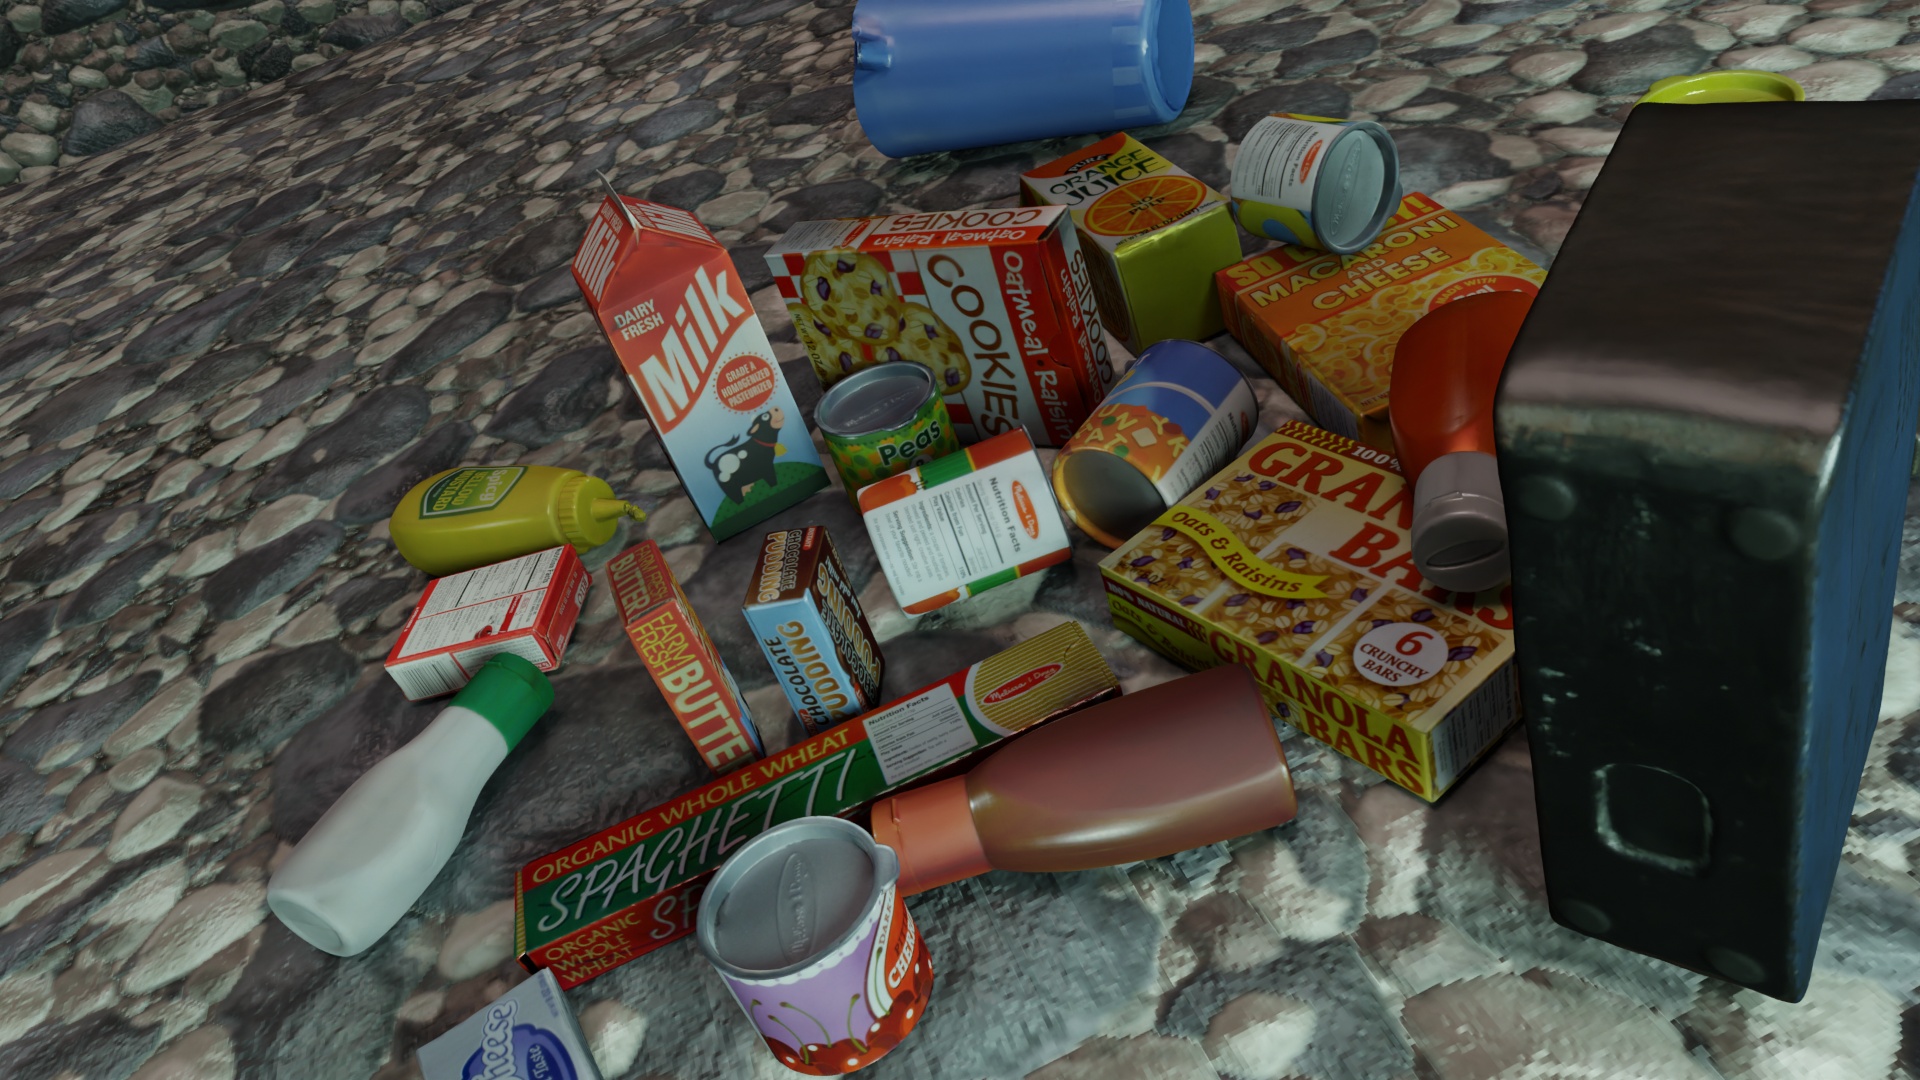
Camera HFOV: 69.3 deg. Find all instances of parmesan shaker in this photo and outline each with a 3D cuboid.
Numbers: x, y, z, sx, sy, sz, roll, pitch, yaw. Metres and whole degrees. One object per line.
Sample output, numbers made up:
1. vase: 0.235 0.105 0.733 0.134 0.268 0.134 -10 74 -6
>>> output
1. parmesan shaker: 0.341 -0.152 0.631 0.071 0.102 0.072 -13 36 10

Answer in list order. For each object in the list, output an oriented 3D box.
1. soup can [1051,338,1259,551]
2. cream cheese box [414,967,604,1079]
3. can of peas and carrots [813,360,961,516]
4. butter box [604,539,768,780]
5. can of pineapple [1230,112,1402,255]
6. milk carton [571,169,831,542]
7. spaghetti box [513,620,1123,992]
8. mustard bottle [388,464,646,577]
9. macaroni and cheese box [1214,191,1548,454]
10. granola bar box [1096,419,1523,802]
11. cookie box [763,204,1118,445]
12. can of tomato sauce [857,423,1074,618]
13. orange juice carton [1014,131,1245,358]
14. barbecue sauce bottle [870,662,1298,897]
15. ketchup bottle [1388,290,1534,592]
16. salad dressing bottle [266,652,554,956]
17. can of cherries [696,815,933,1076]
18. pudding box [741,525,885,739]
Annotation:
1. soup can: 0.088 -0.044 0.645 0.071 0.071 0.084 11 46 37
2. cream cheese box: -0.147 0.198 0.475 0.053 0.024 0.104 -33 37 -16
3. can of peas and carrots: -0.034 -0.051 0.723 0.071 0.058 0.071 -13 36 10
4. butter box: -0.114 0.053 0.584 0.024 0.103 0.053 -27 36 -7
5. can of pineapple: 0.183 -0.184 0.716 0.071 0.070 0.058 -36 37 -21
6. milk carton: -0.143 -0.101 0.730 0.073 0.189 0.072 -29 35 -10
7. spaghetti box: -0.055 0.103 0.552 0.250 0.028 0.050 -24 35 -5
8. mustard bottle: -0.246 -0.015 0.789 0.160 0.048 0.066 -4 40 22
9. macaroni and cheese box: 0.217 -0.108 0.690 0.124 0.040 0.167 -22 35 -2
10. granola bar box: 0.156 0.018 0.551 0.124 0.039 0.166 -35 37 -22
11. cookie box: -0.008 -0.110 0.733 0.167 0.122 0.040 5 43 31
12. can of tomato sauce: 0.002 -0.008 0.643 0.083 0.071 0.071 -21 35 0
13. orange juice carton: 0.094 -0.184 0.825 0.072 0.072 0.193 -24 35 -5
14. barbecue sauce bottle: 0.042 0.092 0.506 0.148 0.043 0.065 -17 35 5
15. ketchup bottle: 0.196 -0.041 0.536 0.064 0.043 0.150 -20 28 33
16. salad dressing bottle: -0.240 0.112 0.621 0.064 0.043 0.148 0 39 30
17. can of cherries: -0.046 0.138 0.475 0.071 0.058 0.072 -14 34 10
18. pudding box: -0.061 0.041 0.591 0.030 0.083 0.050 -10 36 14
